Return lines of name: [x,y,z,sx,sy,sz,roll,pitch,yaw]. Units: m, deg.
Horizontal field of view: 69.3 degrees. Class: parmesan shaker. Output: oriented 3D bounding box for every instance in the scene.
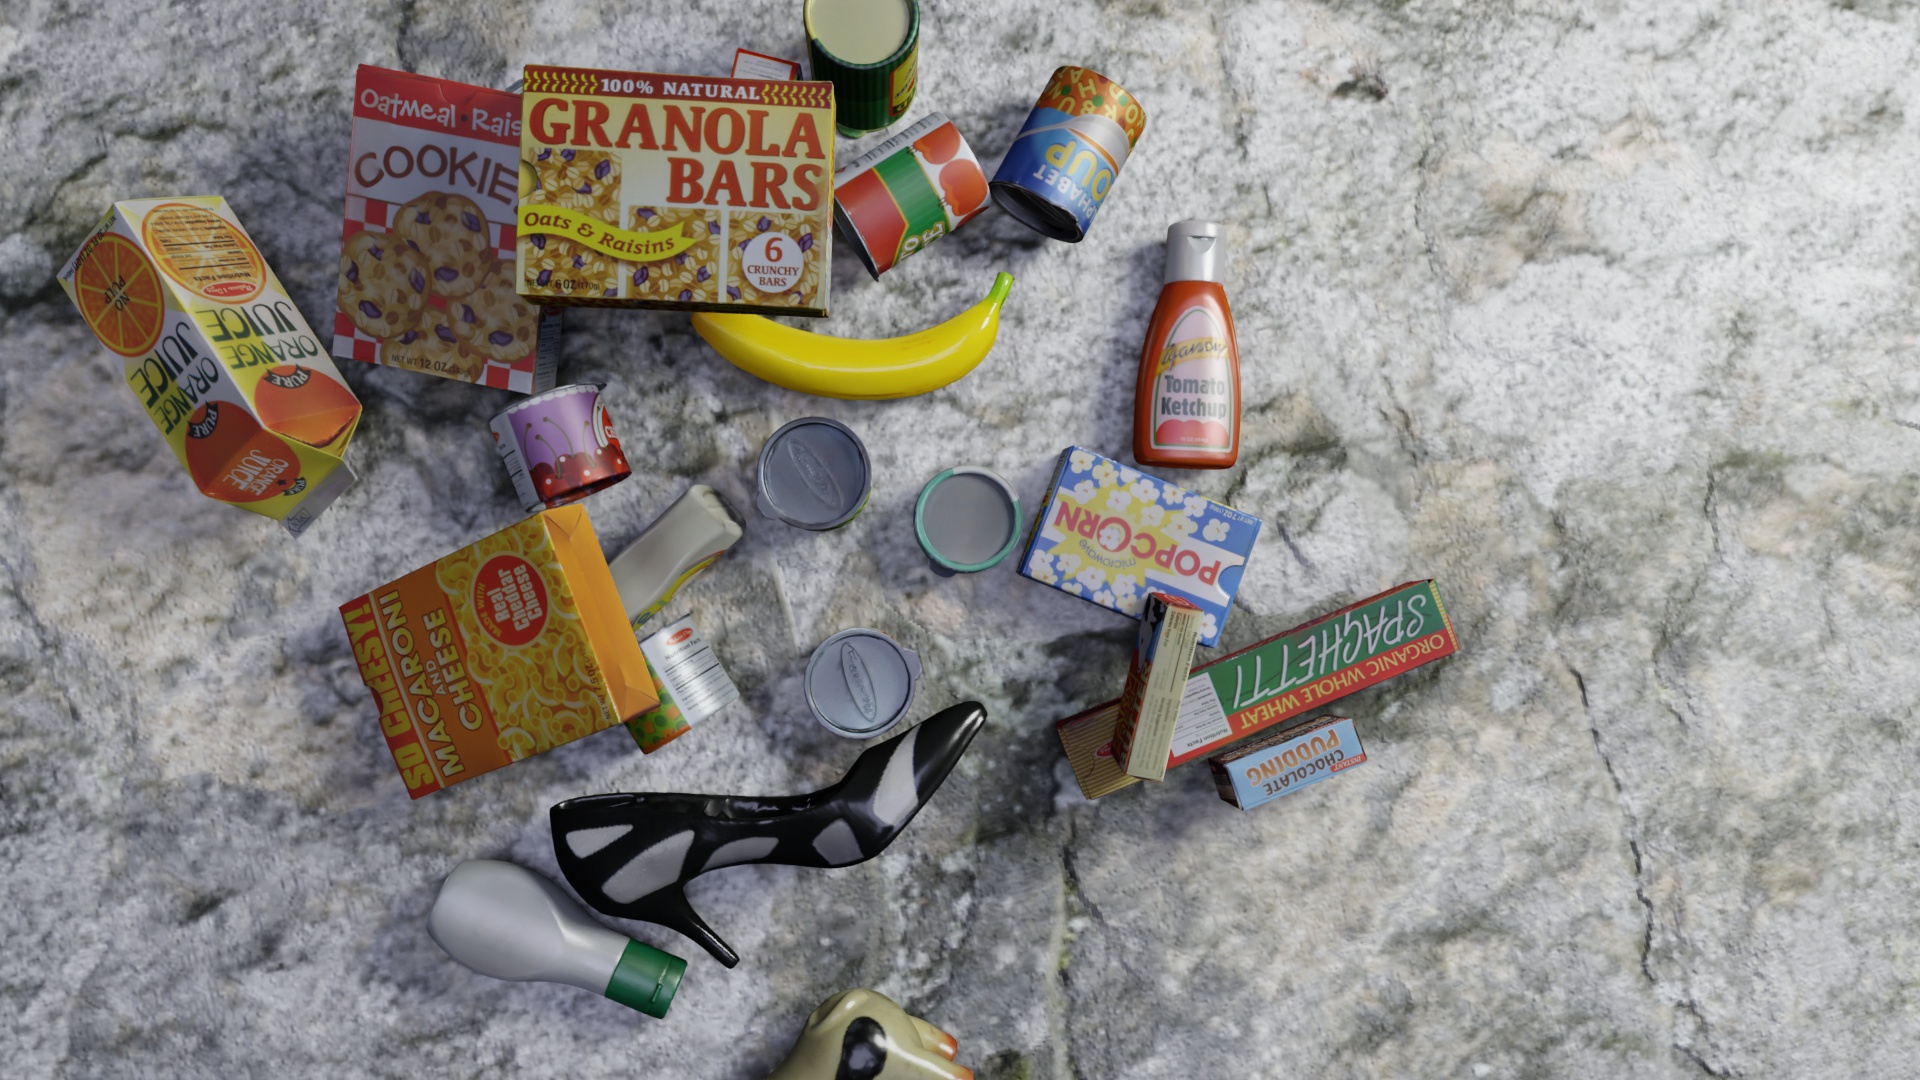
parmesan shaker: [-0.057,-0.286,0.817,0.071,0.103,0.071,0,89,-3]

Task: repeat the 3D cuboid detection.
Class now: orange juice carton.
orange juice carton: [-0.416,-0.097,0.794,0.071,0.073,0.192,-34,90,27]

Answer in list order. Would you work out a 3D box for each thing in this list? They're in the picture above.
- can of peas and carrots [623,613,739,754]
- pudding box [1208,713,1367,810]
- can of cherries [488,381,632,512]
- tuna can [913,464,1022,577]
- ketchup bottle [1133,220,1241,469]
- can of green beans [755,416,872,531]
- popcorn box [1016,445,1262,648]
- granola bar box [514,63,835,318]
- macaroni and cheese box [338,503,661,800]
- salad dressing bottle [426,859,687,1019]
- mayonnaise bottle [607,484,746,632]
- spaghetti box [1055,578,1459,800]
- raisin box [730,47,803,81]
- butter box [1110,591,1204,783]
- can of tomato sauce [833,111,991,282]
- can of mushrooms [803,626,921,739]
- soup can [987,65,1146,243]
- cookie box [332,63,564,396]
can of peas and carrots: [-0.174,0.085,0.818,0.071,0.071,0.058,-32,91,-3]
pudding box: [0.197,0.134,0.843,0.084,0.049,0.030,-20,88,-3]
can of cherries: [-0.232,-0.055,0.818,0.071,0.071,0.058,-22,90,-3]
tuna can: [0.003,-0.011,0.846,0.071,0.033,0.071,0,88,-3]
ketchup bottle: [0.141,-0.119,0.852,0.065,0.043,0.149,3,87,-3]
can of green beans: [-0.086,-0.038,0.829,0.071,0.058,0.071,0,88,-3]
popcorn box: [0.108,0.004,0.848,0.127,0.038,0.085,21,86,-2]
granola bar box: [-0.152,-0.187,0.753,0.166,0.039,0.124,2,89,-4]
macaroni and cheese box: [-0.266,0.065,0.789,0.166,0.040,0.123,-21,89,24]
salad dressing bottle: [-0.236,0.238,0.819,0.148,0.044,0.064,24,85,-3]
mayonnaise bottle: [-0.194,0.029,0.820,0.148,0.065,0.041,-43,89,5]
spaghetti box: [0.182,0.090,0.854,0.250,0.028,0.050,-21,89,-4]
raisin box: [-0.125,-0.213,0.819,0.040,0.086,0.123,13,88,-4]
butter box: [0.113,0.084,0.803,0.024,0.053,0.103,13,94,-4]
can of tomato sauce: [-0.032,-0.206,0.835,0.083,0.071,0.071,-33,90,-4]
can of mushrooms: [-0.058,0.085,0.839,0.071,0.033,0.071,0,88,-3]
soup can: [0.066,-0.232,0.838,0.071,0.071,0.084,30,87,-2]
cookie box: [-0.291,-0.179,0.807,0.123,0.040,0.167,11,102,3]
